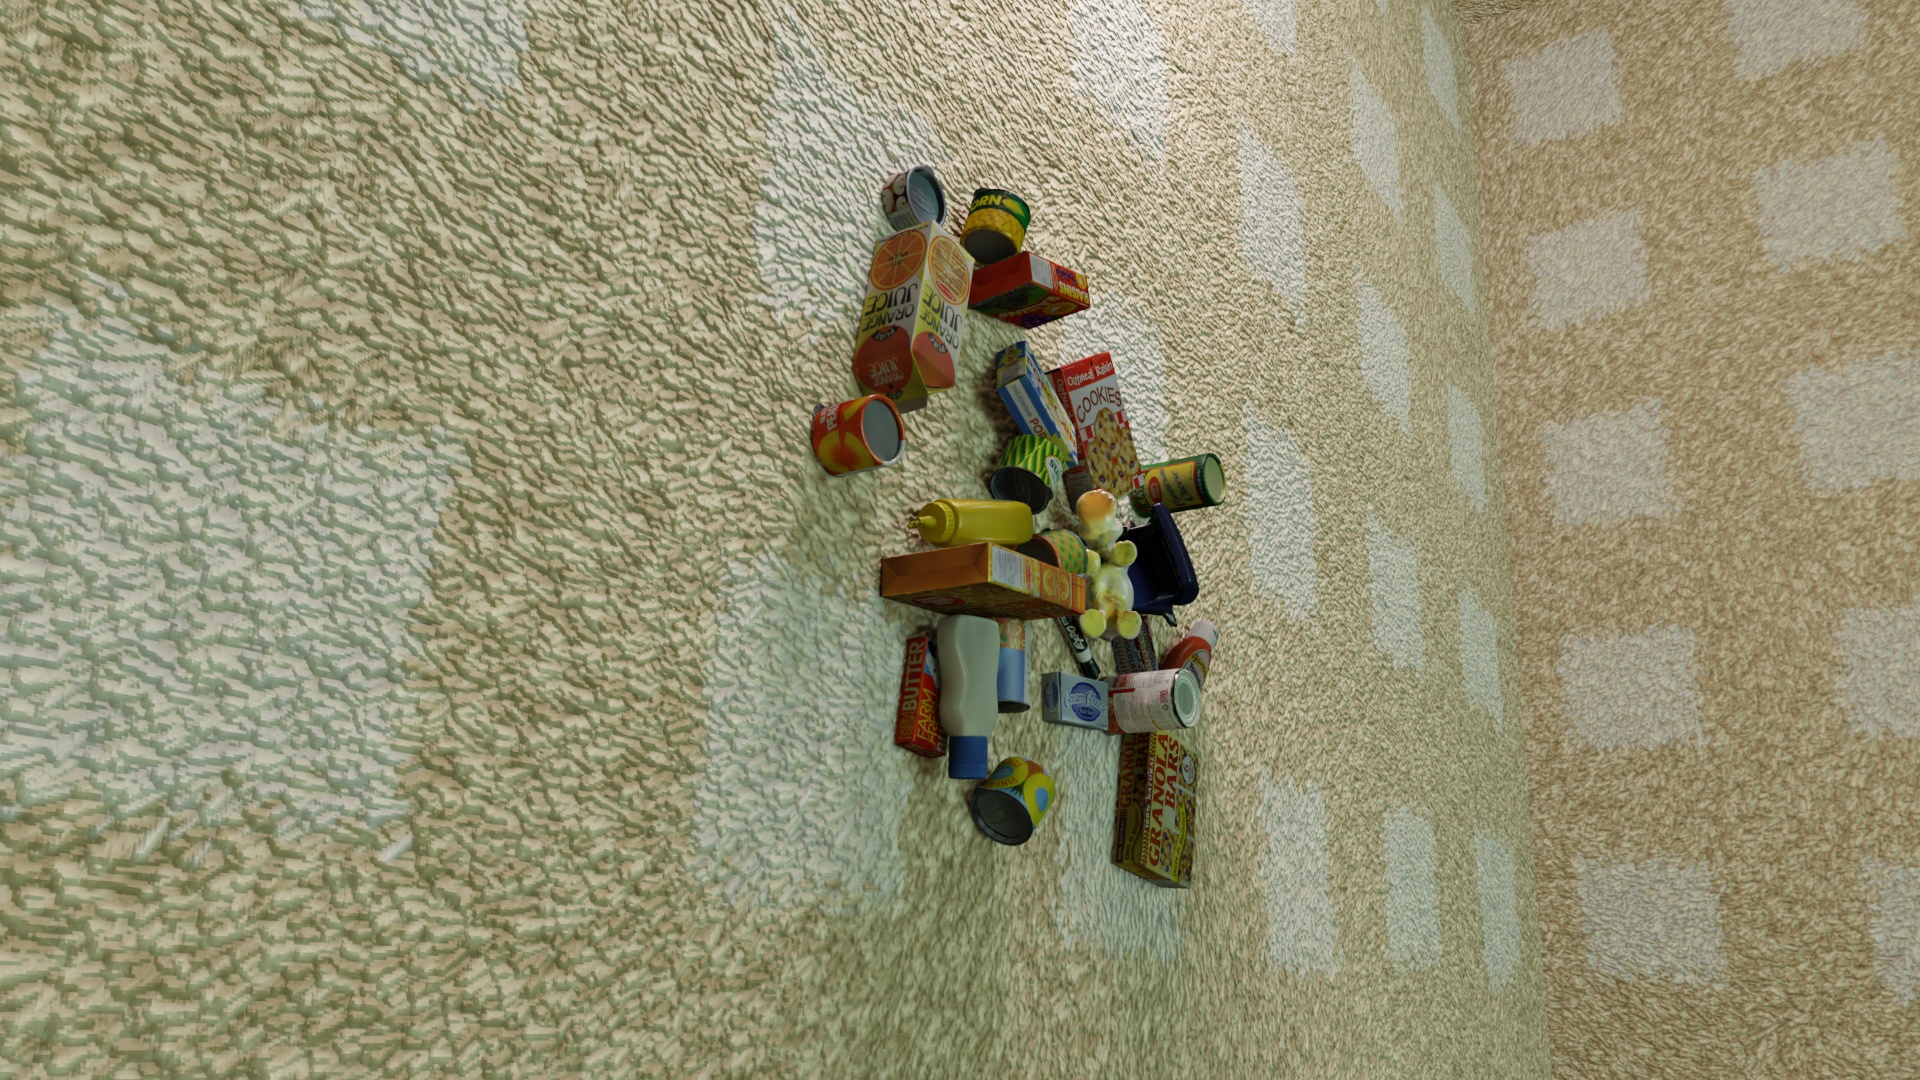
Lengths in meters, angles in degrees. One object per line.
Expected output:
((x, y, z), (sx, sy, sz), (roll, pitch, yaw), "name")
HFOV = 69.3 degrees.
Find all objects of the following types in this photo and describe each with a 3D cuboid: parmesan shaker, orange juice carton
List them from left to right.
((-0.046, -0.201, 1.320), (0.073, 0.071, 0.193), (36, 53, -45), "orange juice carton")
((0.265, -0.070, 1.700), (0.071, 0.103, 0.071), (19, 66, -51), "parmesan shaker")

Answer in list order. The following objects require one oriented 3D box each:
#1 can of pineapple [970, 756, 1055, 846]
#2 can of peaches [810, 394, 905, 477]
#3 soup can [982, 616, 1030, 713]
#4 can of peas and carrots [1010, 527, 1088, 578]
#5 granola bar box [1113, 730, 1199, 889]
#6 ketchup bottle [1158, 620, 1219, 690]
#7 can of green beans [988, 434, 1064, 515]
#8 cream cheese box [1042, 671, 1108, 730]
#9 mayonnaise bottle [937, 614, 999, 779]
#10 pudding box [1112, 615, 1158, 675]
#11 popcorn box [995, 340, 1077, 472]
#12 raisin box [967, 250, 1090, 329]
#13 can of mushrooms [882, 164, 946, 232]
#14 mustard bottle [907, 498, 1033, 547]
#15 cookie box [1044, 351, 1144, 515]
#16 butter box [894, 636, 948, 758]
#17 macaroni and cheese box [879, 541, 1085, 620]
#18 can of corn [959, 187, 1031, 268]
((0.051, 0.250, 1.342), (0.058, 0.071, 0.071), (-45, 118, -51), "can of pineapple")
((-0.091, -0.095, 1.238), (0.071, 0.058, 0.071), (18, 67, -52), "can of peaches")
((0.033, 0.122, 1.354), (0.071, 0.071, 0.084), (24, 61, -50), "soup can")
((0.091, 0.021, 1.461), (0.059, 0.071, 0.071), (-10, 90, -55), "can of peas and carrots")
((0.227, 0.306, 1.602), (0.124, 0.039, 0.166), (36, 53, -46), "granola bar box")
((0.281, 0.154, 1.716), (0.149, 0.043, 0.064), (-51, 122, -49), "ketchup bottle")
((0.070, -0.069, 1.454), (0.071, 0.071, 0.058), (58, 40, -28), "can of green beans")
((0.126, 0.175, 1.505), (0.104, 0.024, 0.053), (19, 65, -52), "cream cheese box")
((0.007, 0.146, 1.286), (0.065, 0.041, 0.148), (16, 70, -46), "mayonnaise bottle")
((0.204, 0.133, 1.624), (0.050, 0.030, 0.083), (-9, 89, -57), "pudding box")
((0.082, -0.141, 1.492), (0.126, 0.038, 0.085), (58, 17, -28), "popcorn box")
((0.072, -0.268, 1.493), (0.123, 0.086, 0.040), (8, 70, -54), "raisin box")
((-0.046, -0.340, 1.391), (0.071, 0.033, 0.071), (19, 66, -51), "can of mushrooms")
((0.005, -0.017, 1.352), (0.160, 0.065, 0.049), (1, 85, -51), "mustard bottle")
((0.153, -0.127, 1.611), (0.123, 0.040, 0.167), (-27, 104, -54), "cookie box")
((-0.031, 0.146, 1.289), (0.053, 0.024, 0.104), (34, 55, -47), "butter box")
((0.024, 0.043, 1.308), (0.166, 0.123, 0.040), (20, 67, -52), "macaroni and cheese box")
((0.035, -0.331, 1.475), (0.071, 0.071, 0.058), (46, 47, -39), "can of corn")
